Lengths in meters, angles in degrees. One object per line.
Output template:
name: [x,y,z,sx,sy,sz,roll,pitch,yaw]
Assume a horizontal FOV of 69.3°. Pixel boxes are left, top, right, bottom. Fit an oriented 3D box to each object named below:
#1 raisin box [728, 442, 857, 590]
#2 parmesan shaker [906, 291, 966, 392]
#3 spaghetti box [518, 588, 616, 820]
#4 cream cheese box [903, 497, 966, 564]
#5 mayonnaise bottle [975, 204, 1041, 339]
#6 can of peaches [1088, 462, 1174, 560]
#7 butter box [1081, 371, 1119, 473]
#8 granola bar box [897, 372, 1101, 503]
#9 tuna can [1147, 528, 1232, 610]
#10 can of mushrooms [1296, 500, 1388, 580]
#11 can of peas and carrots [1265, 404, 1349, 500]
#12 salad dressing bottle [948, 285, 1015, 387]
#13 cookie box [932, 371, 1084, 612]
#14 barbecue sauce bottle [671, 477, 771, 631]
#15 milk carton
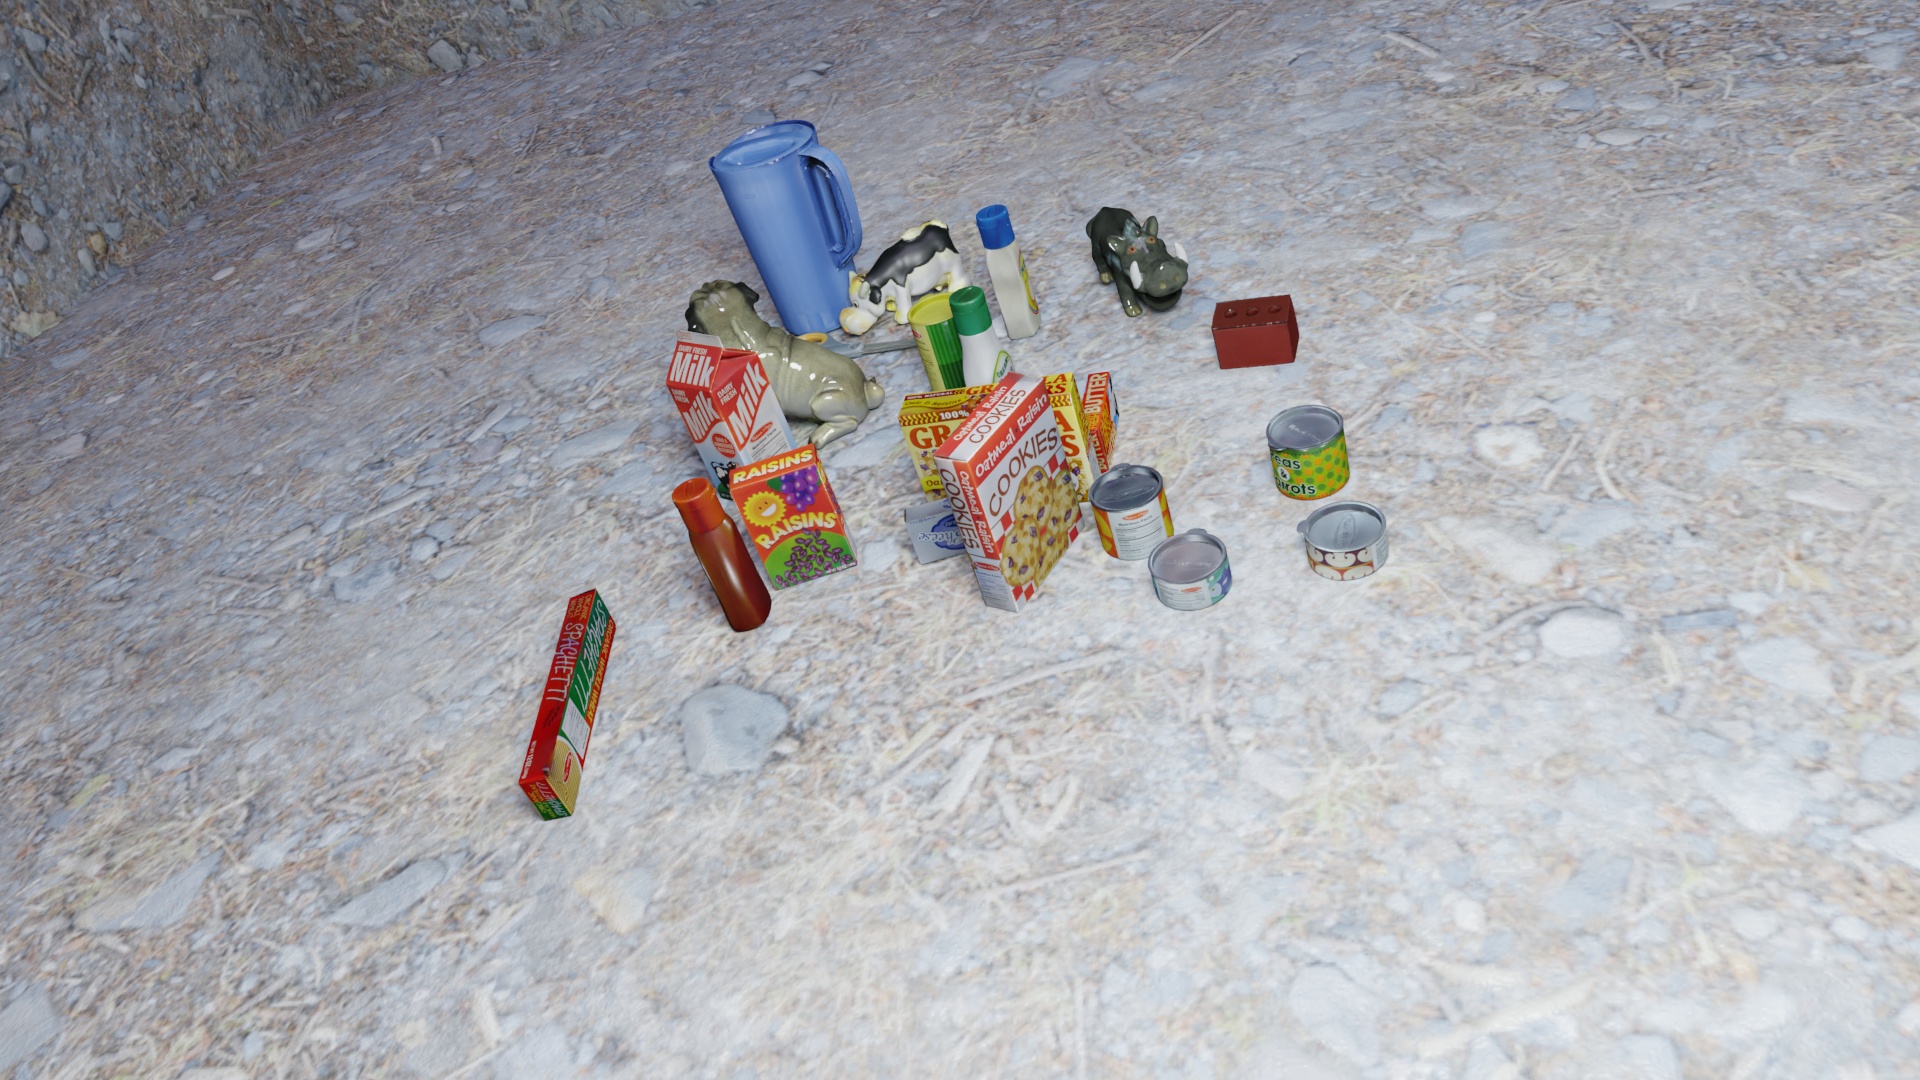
raisin box: [-0.156,-0.021,1.303,0.086,0.122,0.040,-17,36,3]
parmesan shaker: [-0.012,-0.208,1.500,0.071,0.102,0.072,-13,36,10]
spaghetti box: [-0.347,0.140,1.241,0.029,0.050,0.251,-15,36,7]
cream cheese box: [0.005,-0.016,1.282,0.104,0.053,0.024,-15,36,6]
mayonnaise bottle: [0.054,-0.302,1.554,0.041,0.147,0.065,-9,37,15]
can of peaches: [0.151,-0.026,1.223,0.071,0.057,0.071,-13,36,9]
butter box: [0.134,-0.115,1.352,0.024,0.053,0.104,-6,38,18]
granola bar box: [0.039,-0.088,1.299,0.165,0.123,0.039,-6,38,18]
tuna can: [0.192,0.024,1.160,0.071,0.032,0.071,-13,36,9]
can of mushrooms: [0.313,0.000,1.135,0.071,0.033,0.071,-13,36,9]
can of peas and carrots: [0.303,-0.076,1.218,0.071,0.058,0.071,-13,36,9]
salad dressing bottle: [0.024,-0.187,1.417,0.044,0.147,0.064,5,42,31]
cookie box: [0.045,-0.042,1.199,0.040,0.166,0.123,11,45,35]
barbecue sauce bottle: [-0.218,0.011,1.268,0.044,0.147,0.065,-17,36,4]
milk carton: [-0.236,-0.133,1.430,0.072,0.189,0.074,13,47,37]
